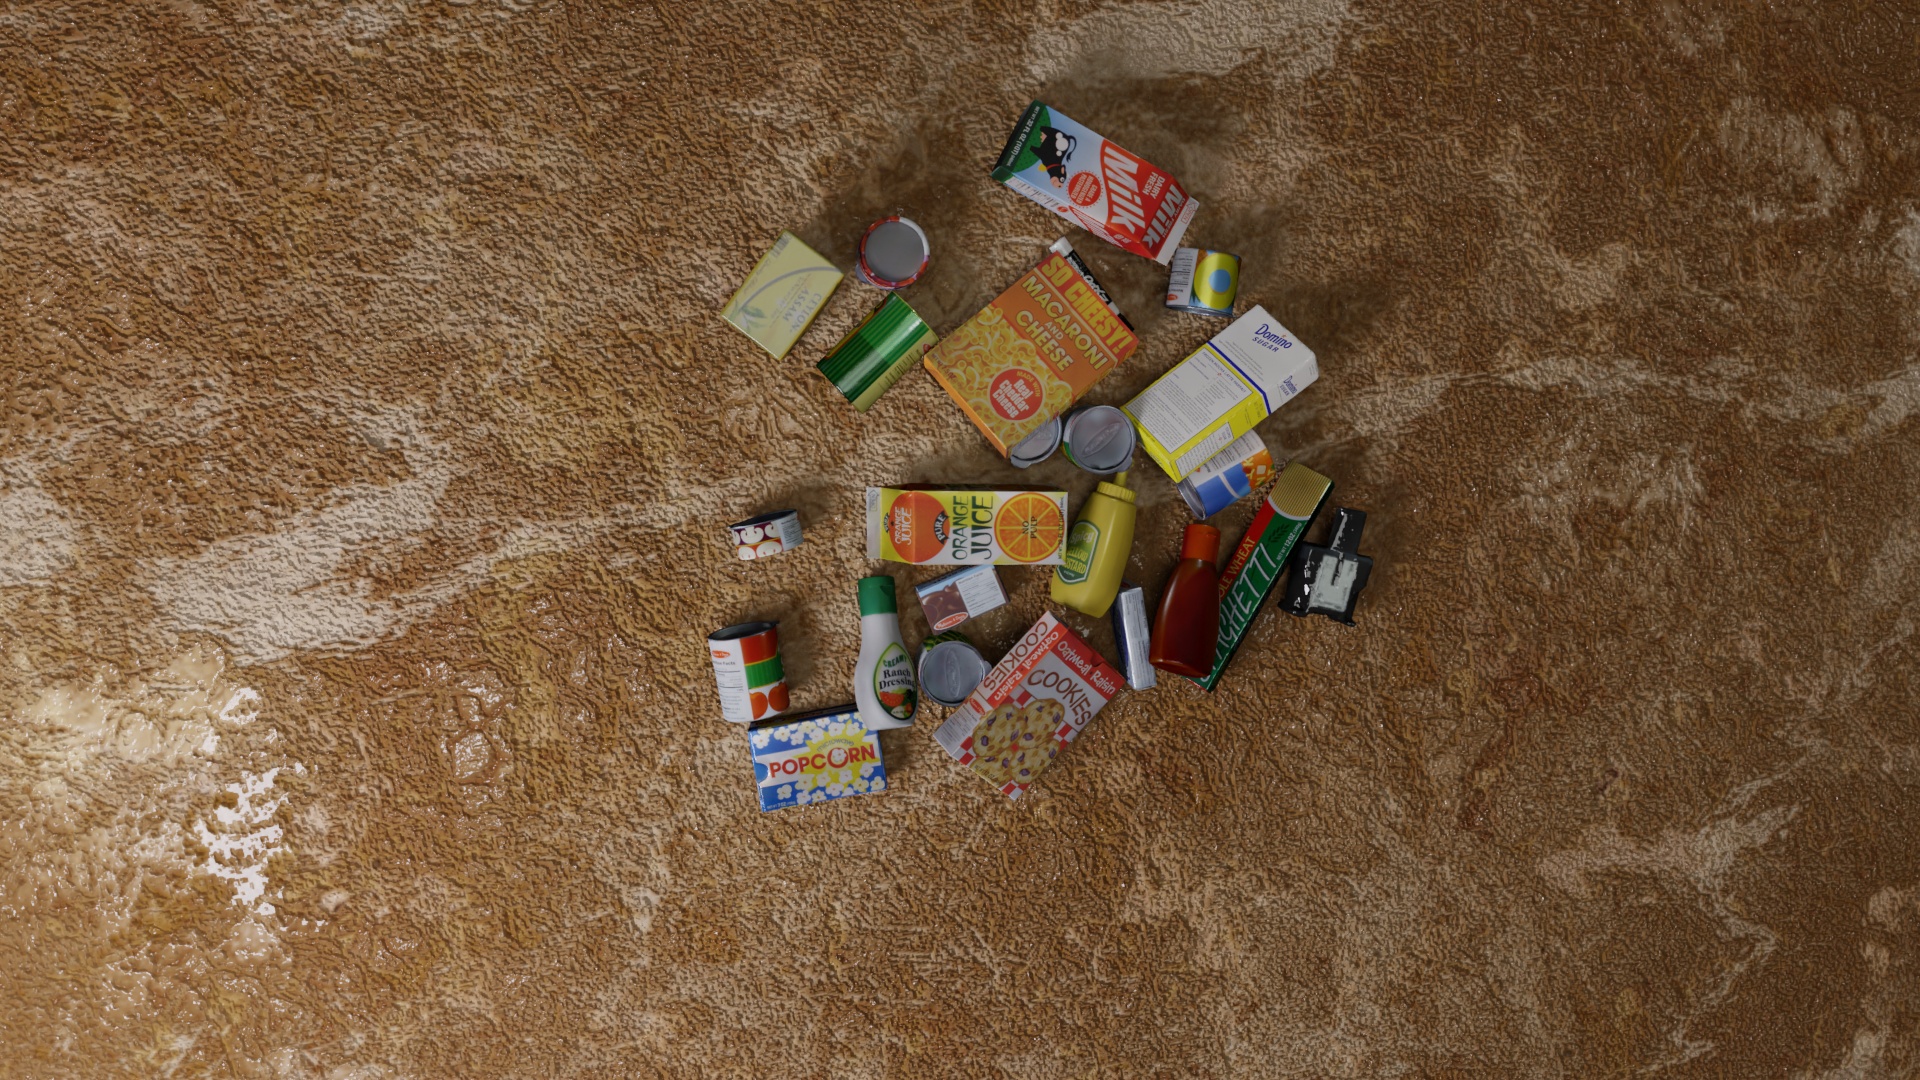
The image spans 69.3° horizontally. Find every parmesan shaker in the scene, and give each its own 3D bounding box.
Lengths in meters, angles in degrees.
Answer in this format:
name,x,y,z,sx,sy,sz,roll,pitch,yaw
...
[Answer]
name,x,y,z,sx,sy,sz,roll,pitch,yaw
parmesan shaker,-0.080,-0.179,1.319,0.103,0.071,0.071,-44,100,0

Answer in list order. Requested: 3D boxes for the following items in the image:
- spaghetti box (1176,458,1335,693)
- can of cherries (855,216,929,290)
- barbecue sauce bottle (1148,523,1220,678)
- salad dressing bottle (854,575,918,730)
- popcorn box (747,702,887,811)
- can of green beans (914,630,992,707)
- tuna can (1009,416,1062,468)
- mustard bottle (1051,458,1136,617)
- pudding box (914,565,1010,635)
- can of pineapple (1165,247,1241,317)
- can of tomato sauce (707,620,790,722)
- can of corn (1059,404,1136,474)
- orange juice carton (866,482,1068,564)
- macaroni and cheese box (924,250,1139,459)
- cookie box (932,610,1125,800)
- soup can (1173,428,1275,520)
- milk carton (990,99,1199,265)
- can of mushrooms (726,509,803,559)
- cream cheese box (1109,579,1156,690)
name,x,y,z,sx,sy,sz,roll,pitch,yaw
spaghetti box,0.294,0.037,1.404,0.050,0.028,0.250,31,93,25
can of cherries,-0.066,-0.270,1.316,0.071,0.058,0.071,-1,97,-7
barbecue sauce bottle,0.230,0.058,1.380,0.065,0.043,0.149,18,74,-18
salad dressing bottle,-0.076,0.109,1.353,0.064,0.044,0.148,1,78,-40
popcorn box,-0.141,0.213,1.378,0.127,0.038,0.085,-10,99,-6
can of green beans,-0.010,0.126,1.373,0.071,0.058,0.071,-1,97,-7
tuna can,0.064,-0.107,1.366,0.071,0.033,0.071,-1,97,-7
mustard bottle,0.139,-0.007,1.373,0.049,0.065,0.160,18,90,-39
pudding box,0.001,0.054,1.379,0.084,0.030,0.049,-24,101,-4
can of pineapple,0.239,-0.251,1.353,0.071,0.071,0.057,8,96,-8
can of tomato sauce,-0.203,0.126,1.346,0.071,0.071,0.083,-10,99,-6
can of corn,0.135,-0.098,1.363,0.071,0.058,0.071,-1,97,-7
orange juice carton,0.005,-0.017,1.349,0.193,0.073,0.071,0,98,-7
macaroni and cheese box,0.067,-0.179,1.331,0.167,0.040,0.124,-40,83,-8
cookie box,0.071,0.164,1.367,0.167,0.040,0.122,-47,134,0
soup can,0.261,-0.067,1.380,0.084,0.071,0.071,-30,100,-3
milk carton,0.131,-0.337,1.325,0.190,0.073,0.072,27,93,-10
can of mushrooms,-0.187,-0.006,1.331,0.071,0.071,0.033,-15,100,-5
cream cheese box,0.172,0.095,1.394,0.024,0.053,0.103,-11,99,-7
